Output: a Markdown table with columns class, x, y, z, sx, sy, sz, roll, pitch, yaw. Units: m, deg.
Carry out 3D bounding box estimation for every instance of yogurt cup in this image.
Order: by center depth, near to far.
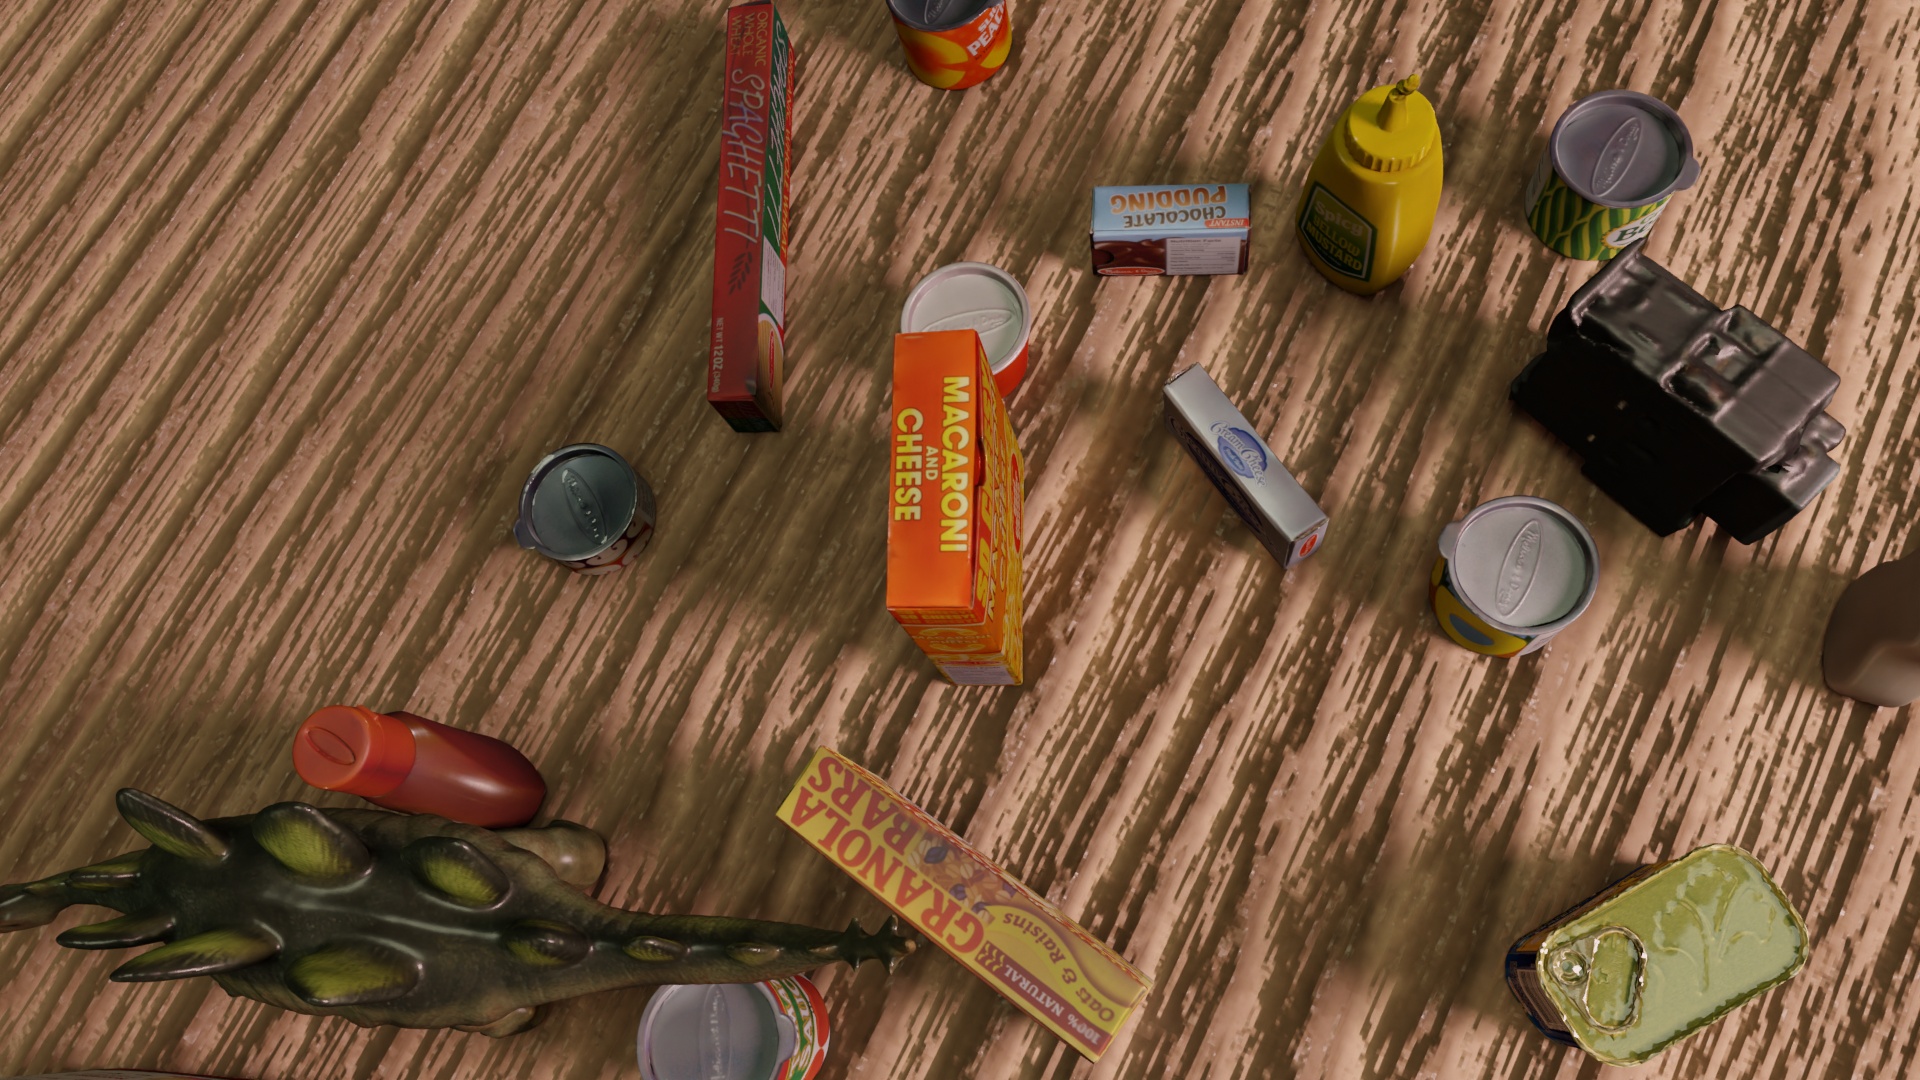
| class | x | y | z | sx | sy | sz | roll | pitch | yaw |
| --- | --- | --- | --- | --- | --- | --- | --- | --- | --- |
| yogurt cup | 0.006 | -0.106 | 0.734 | 0.072 | 0.054 | 0.072 | -2 | 73 | 8 |

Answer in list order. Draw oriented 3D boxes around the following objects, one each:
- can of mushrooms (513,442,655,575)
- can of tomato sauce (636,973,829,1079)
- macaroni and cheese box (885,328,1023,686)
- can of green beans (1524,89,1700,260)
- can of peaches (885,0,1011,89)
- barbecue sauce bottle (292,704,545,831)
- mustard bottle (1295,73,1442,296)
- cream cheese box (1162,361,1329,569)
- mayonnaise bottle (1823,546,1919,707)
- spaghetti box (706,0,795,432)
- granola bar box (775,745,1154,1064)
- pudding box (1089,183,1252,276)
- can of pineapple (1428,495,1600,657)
| class | x | y | z | sx | sy | sz | roll | pitch | yaw |
| --- | --- | --- | --- | --- | --- | --- | --- | --- | --- |
| can of mushrooms | -0.202 | -0.015 | 0.749 | 0.071 | 0.033 | 0.071 | -2 | 73 | 8 |
| can of tomato sauce | -0.099 | 0.225 | 0.632 | 0.071 | 0.083 | 0.071 | -2 | 73 | 8 |
| macaroni and cheese box | 0.002 | -0.008 | 0.645 | 0.040 | 0.166 | 0.124 | -2 | 73 | 8 |
| can of green beans | 0.328 | -0.184 | 0.706 | 0.071 | 0.057 | 0.071 | -2 | 73 | 8 |
| can of peaches | -0.004 | -0.301 | 0.793 | 0.071 | 0.058 | 0.071 | -2 | 73 | 8 |
| barbecue sauce bottle | -0.256 | 0.107 | 0.659 | 0.065 | 0.148 | 0.044 | 29 | 80 | 16 |
| mustard bottle | 0.199 | -0.175 | 0.669 | 0.049 | 0.160 | 0.065 | -45 | 72 | -6 |
| cream cheese box | 0.140 | -0.036 | 0.692 | 0.024 | 0.053 | 0.104 | -35 | 71 | -2 |
| mayonnaise bottle | 0.414 | 0.028 | 0.580 | 0.041 | 0.147 | 0.065 | 19 | 77 | 14 |
| spaghetti box | -0.115 | -0.184 | 0.779 | 0.029 | 0.050 | 0.250 | -3 | 73 | 8 |
| granola bar box | 0.005 | 0.161 | 0.614 | 0.166 | 0.124 | 0.039 | 34 | 81 | 17 |
| pudding box | 0.111 | -0.164 | 0.738 | 0.084 | 0.049 | 0.030 | 0 | 74 | 9 |
| can of pineapple | 0.258 | 0.017 | 0.655 | 0.071 | 0.057 | 0.071 | -2 | 73 | 8 |
